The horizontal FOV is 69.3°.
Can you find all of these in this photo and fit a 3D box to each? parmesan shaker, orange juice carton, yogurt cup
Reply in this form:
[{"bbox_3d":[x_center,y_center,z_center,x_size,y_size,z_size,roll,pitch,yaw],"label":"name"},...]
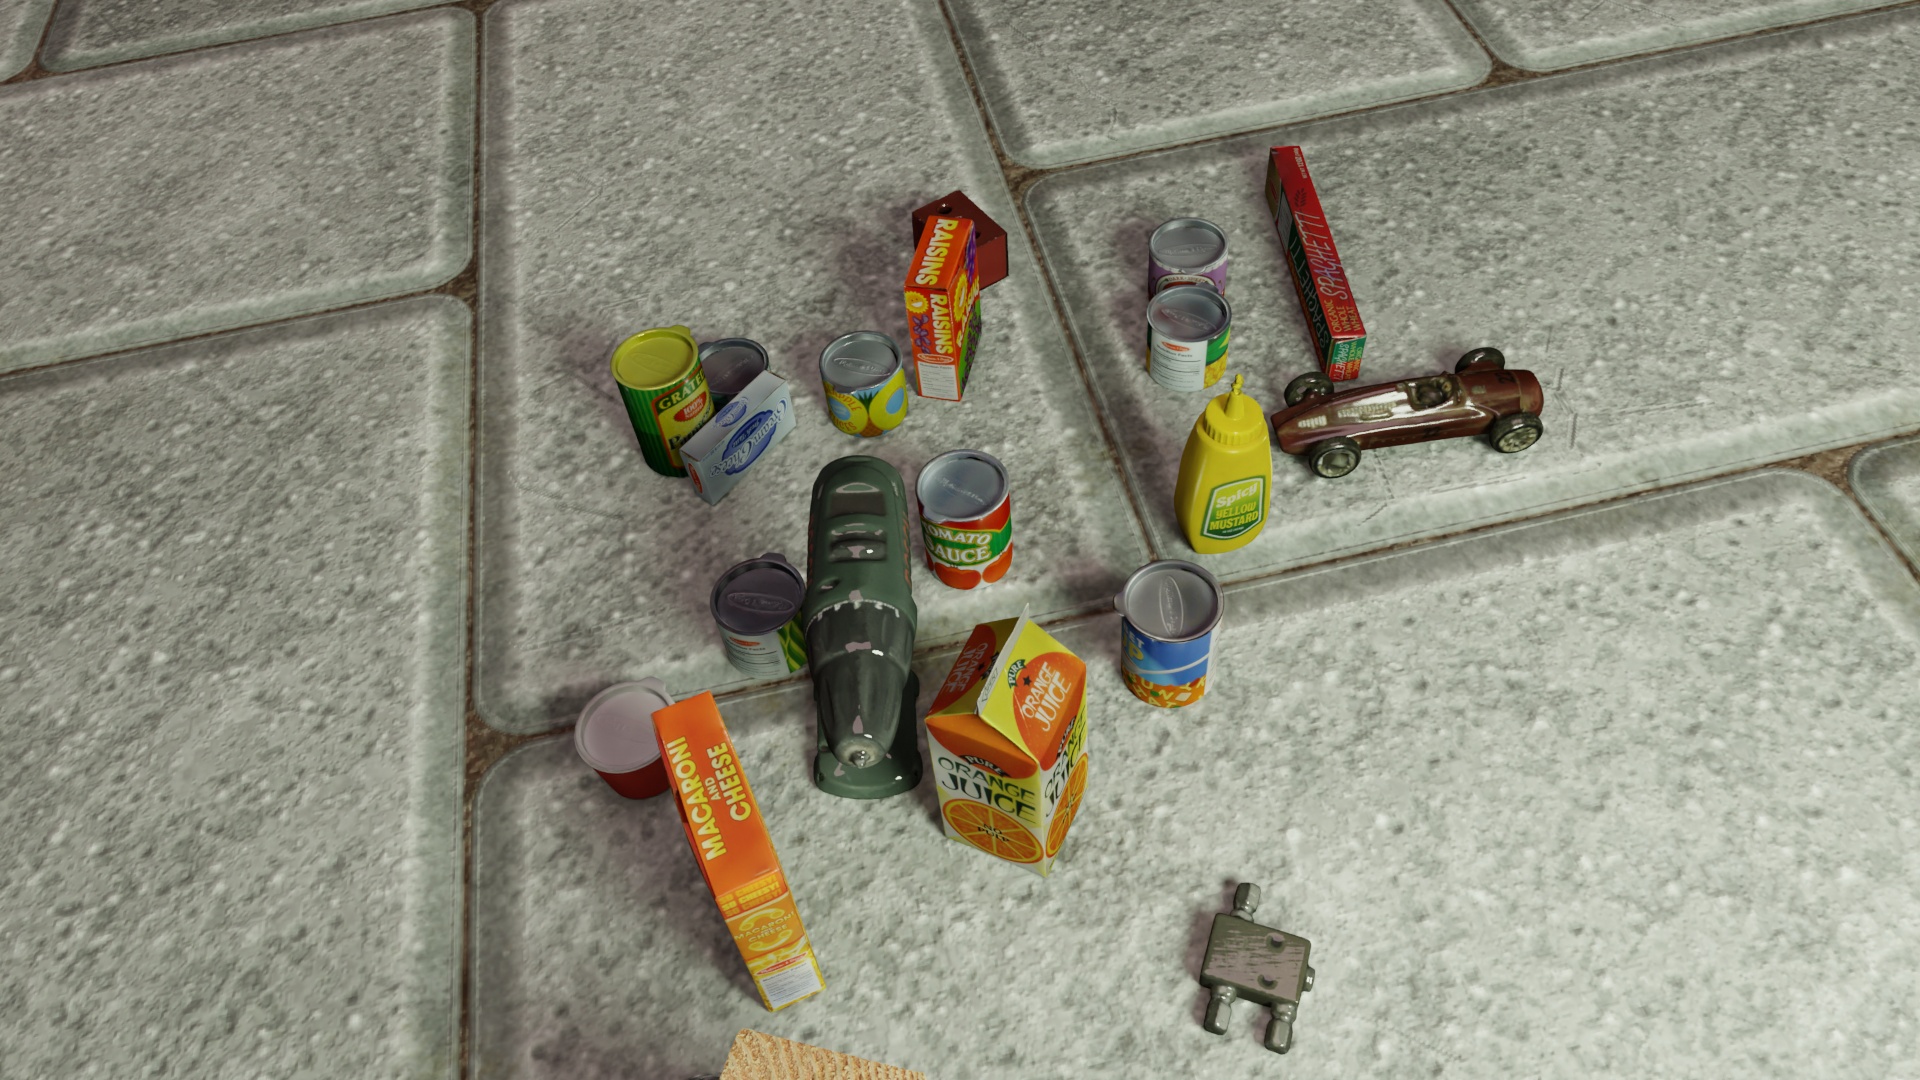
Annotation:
[{"bbox_3d":[-0.224,-0.108,1.081,0.071,0.102,0.072,-3,52,3],"label":"parmesan shaker"},{"bbox_3d":[0.030,0.117,0.822,0.073,0.191,0.072,18,56,19],"label":"orange juice carton"},{"bbox_3d":[-0.215,0.135,0.919,0.072,0.053,0.073,-3,52,3],"label":"yogurt cup"}]

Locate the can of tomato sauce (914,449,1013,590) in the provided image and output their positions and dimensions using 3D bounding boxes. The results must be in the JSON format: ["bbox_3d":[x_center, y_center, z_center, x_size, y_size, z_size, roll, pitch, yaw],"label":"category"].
[{"bbox_3d":[0.004,-0.013,0.998,0.071,0.082,0.071,-3,52,3],"label":"can of tomato sauce"}]

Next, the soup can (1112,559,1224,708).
[{"bbox_3d":[0.137,0.063,0.925,0.071,0.083,0.072,-3,52,3],"label":"soup can"}]

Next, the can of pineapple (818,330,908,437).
[{"bbox_3d":[-0.078,-0.124,1.109,0.071,0.057,0.071,-3,52,3],"label":"can of pineapple"}]

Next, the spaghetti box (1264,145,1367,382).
[{"bbox_3d":[0.296,-0.237,1.170,0.029,0.050,0.251,-6,51,1],"label":"spaghetti box"}]

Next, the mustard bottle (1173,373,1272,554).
[{"bbox_3d":[0.185,-0.055,0.965,0.065,0.159,0.049,-15,52,-6],"label":"mustard bottle"}]

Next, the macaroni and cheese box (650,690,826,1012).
[{"bbox_3d":[-0.127,0.183,0.802,0.040,0.165,0.124,-22,53,-11],"label":"macaroni and cheese box"}]

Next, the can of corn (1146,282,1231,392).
[{"bbox_3d":[0.184,-0.164,1.116,0.071,0.058,0.071,-3,52,3],"label":"can of corn"}]

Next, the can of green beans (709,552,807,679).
[{"bbox_3d":[-0.137,0.055,0.973,0.071,0.057,0.071,-3,52,3],"label":"can of green beans"}]

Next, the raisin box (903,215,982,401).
[{"bbox_3d":[-0.012,-0.184,1.109,0.040,0.122,0.086,8,53,12],"label":"raisin box"}]

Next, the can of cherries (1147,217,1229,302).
[{"bbox_3d":[0.190,-0.226,1.165,0.071,0.058,0.072,-3,52,3],"label":"can of cherries"}]

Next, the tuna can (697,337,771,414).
[{"bbox_3d":[-0.189,-0.134,1.144,0.071,0.032,0.071,-3,52,3],"label":"tuna can"}]

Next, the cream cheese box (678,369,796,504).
[{"bbox_3d":[-0.173,-0.081,1.087,0.024,0.053,0.104,27,59,24],"label":"cream cheese box"}]
